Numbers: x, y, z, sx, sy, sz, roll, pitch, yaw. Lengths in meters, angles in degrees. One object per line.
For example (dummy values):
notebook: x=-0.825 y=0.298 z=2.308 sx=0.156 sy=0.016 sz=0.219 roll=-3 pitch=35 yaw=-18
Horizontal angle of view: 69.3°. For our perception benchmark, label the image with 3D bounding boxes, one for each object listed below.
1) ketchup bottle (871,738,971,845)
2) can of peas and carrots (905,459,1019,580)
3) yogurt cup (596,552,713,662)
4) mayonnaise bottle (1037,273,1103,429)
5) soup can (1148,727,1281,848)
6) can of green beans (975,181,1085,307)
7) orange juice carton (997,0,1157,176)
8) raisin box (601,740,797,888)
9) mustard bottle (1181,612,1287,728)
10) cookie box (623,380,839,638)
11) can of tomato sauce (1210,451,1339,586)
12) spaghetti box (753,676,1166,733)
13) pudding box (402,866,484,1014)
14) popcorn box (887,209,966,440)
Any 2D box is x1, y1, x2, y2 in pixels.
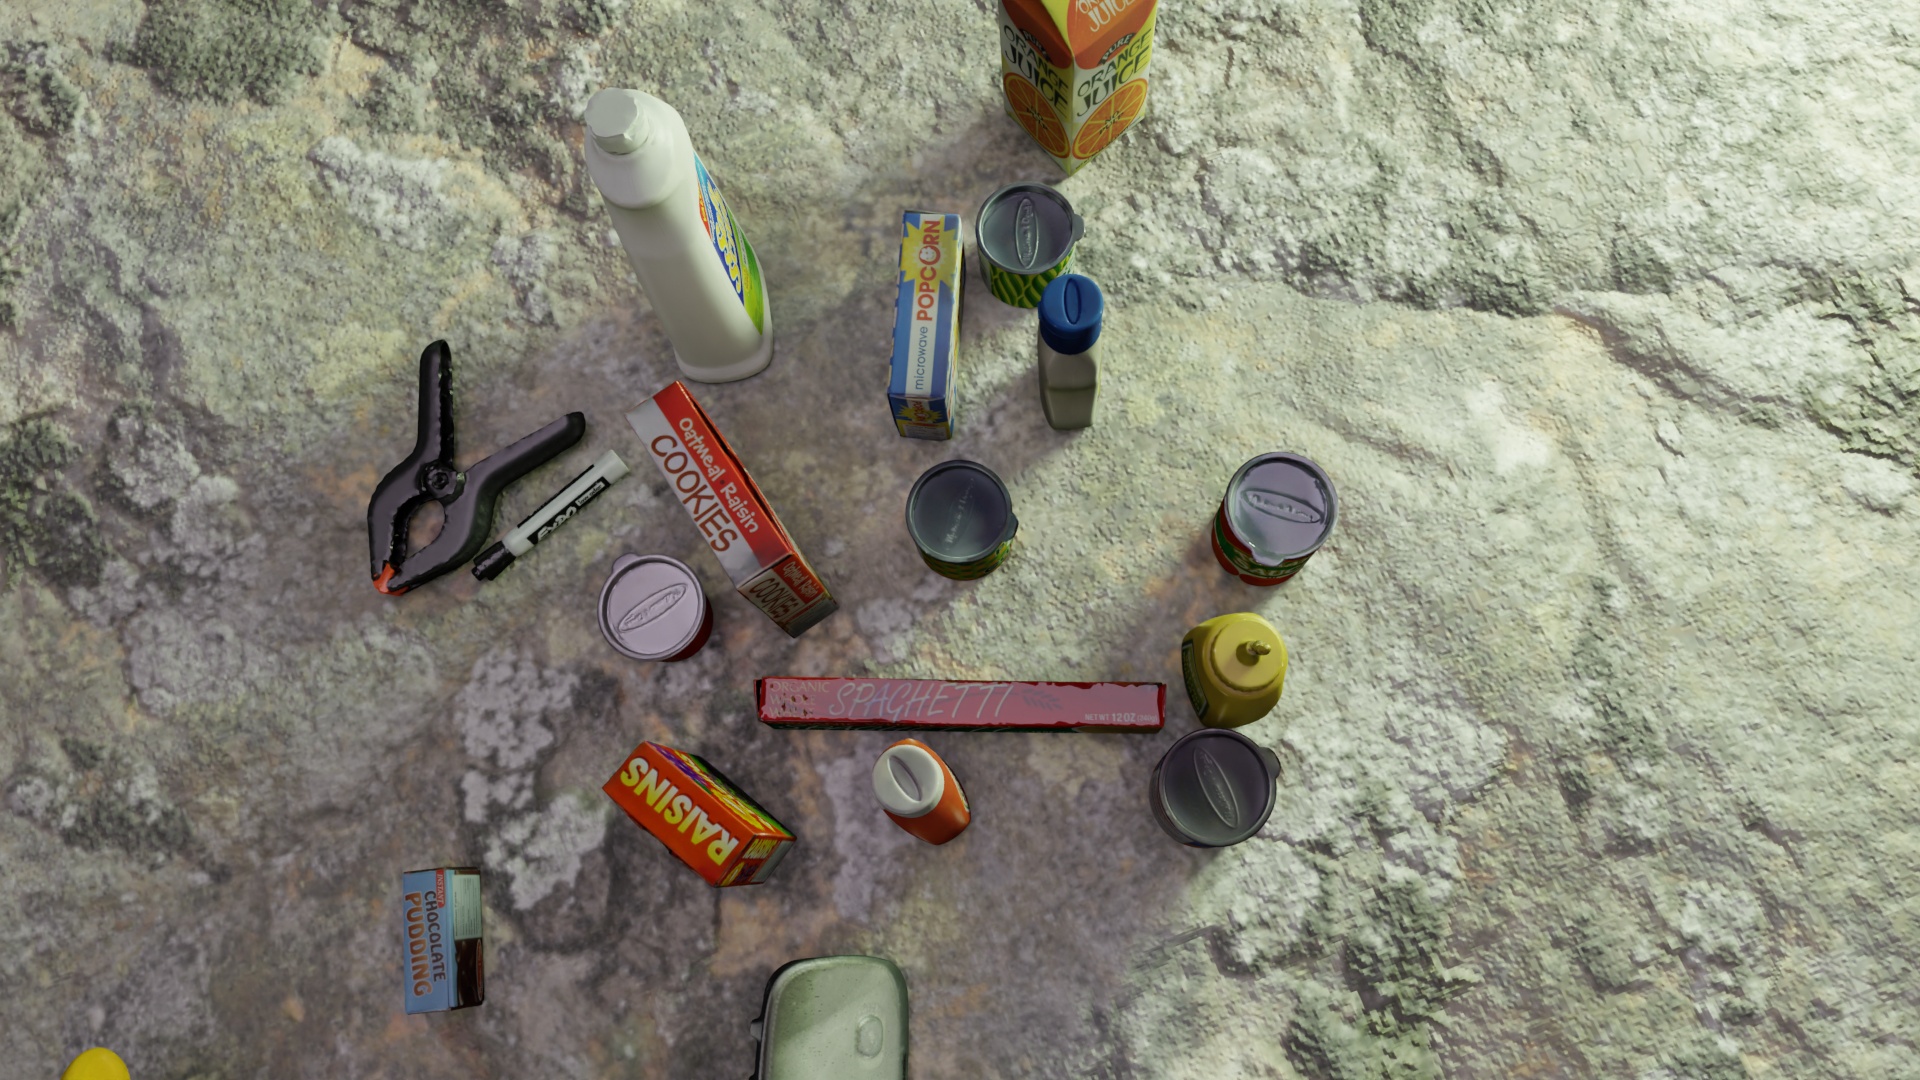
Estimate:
ketchup bottle: x=-0.025 y=0.143 z=0.797 sx=0.043 sy=0.148 sz=0.065 roll=-35 pitch=77 yaw=-5
can of peas and carrots: x=0.003 y=-0.011 z=0.880 sx=0.071 sy=0.058 sz=0.071 roll=-1 pitch=76 yaw=3
yogurt cup: x=-0.189 y=0.047 z=0.880 sx=0.072 sy=0.054 sz=0.072 roll=-1 pitch=76 yaw=3
mayonnaise bottle: x=0.068 y=-0.118 z=0.856 sx=0.041 sy=0.148 sz=0.065 roll=-3 pitch=76 yaw=3
soup can: x=0.149 y=0.147 z=0.819 sx=0.071 sy=0.083 sz=0.071 roll=-1 pitch=76 yaw=3
can of green beans: x=0.044 y=-0.195 z=0.924 sx=0.071 sy=0.057 sz=0.071 roll=-1 pitch=76 yaw=3
orange juice carton: x=0.074 y=-0.321 z=0.884 sx=0.072 sy=0.192 sz=0.073 roll=-40 pitch=77 yaw=-6
raisin box: x=-0.150 y=0.162 z=0.813 sx=0.086 sy=0.123 sz=0.040 roll=38 pitch=82 yaw=11
mustard bottle: x=0.158 y=0.071 z=0.798 sx=0.049 sy=0.160 sz=0.065 roll=-13 pitch=76 yaw=1
cookie box: x=-0.132 y=-0.013 z=0.833 sx=0.040 sy=0.167 sz=0.123 roll=-34 pitch=77 yaw=-5
can of tomato sauce: x=0.191 y=-0.009 z=0.855 sx=0.071 sy=0.083 sz=0.071 roll=-1 pitch=76 yaw=3
spaghetti box: x=0.000 y=0.102 z=0.856 sx=0.250 sy=0.050 sz=0.029 roll=0 pitch=77 yaw=4
pudding box: x=-0.313 y=0.241 z=0.841 sx=0.030 sy=0.049 sz=0.084 roll=-8 pitch=76 yaw=2
popcorn box: x=-0.021 y=-0.137 z=0.899 sx=0.038 sy=0.085 sz=0.127 roll=3 pitch=76 yaw=4
